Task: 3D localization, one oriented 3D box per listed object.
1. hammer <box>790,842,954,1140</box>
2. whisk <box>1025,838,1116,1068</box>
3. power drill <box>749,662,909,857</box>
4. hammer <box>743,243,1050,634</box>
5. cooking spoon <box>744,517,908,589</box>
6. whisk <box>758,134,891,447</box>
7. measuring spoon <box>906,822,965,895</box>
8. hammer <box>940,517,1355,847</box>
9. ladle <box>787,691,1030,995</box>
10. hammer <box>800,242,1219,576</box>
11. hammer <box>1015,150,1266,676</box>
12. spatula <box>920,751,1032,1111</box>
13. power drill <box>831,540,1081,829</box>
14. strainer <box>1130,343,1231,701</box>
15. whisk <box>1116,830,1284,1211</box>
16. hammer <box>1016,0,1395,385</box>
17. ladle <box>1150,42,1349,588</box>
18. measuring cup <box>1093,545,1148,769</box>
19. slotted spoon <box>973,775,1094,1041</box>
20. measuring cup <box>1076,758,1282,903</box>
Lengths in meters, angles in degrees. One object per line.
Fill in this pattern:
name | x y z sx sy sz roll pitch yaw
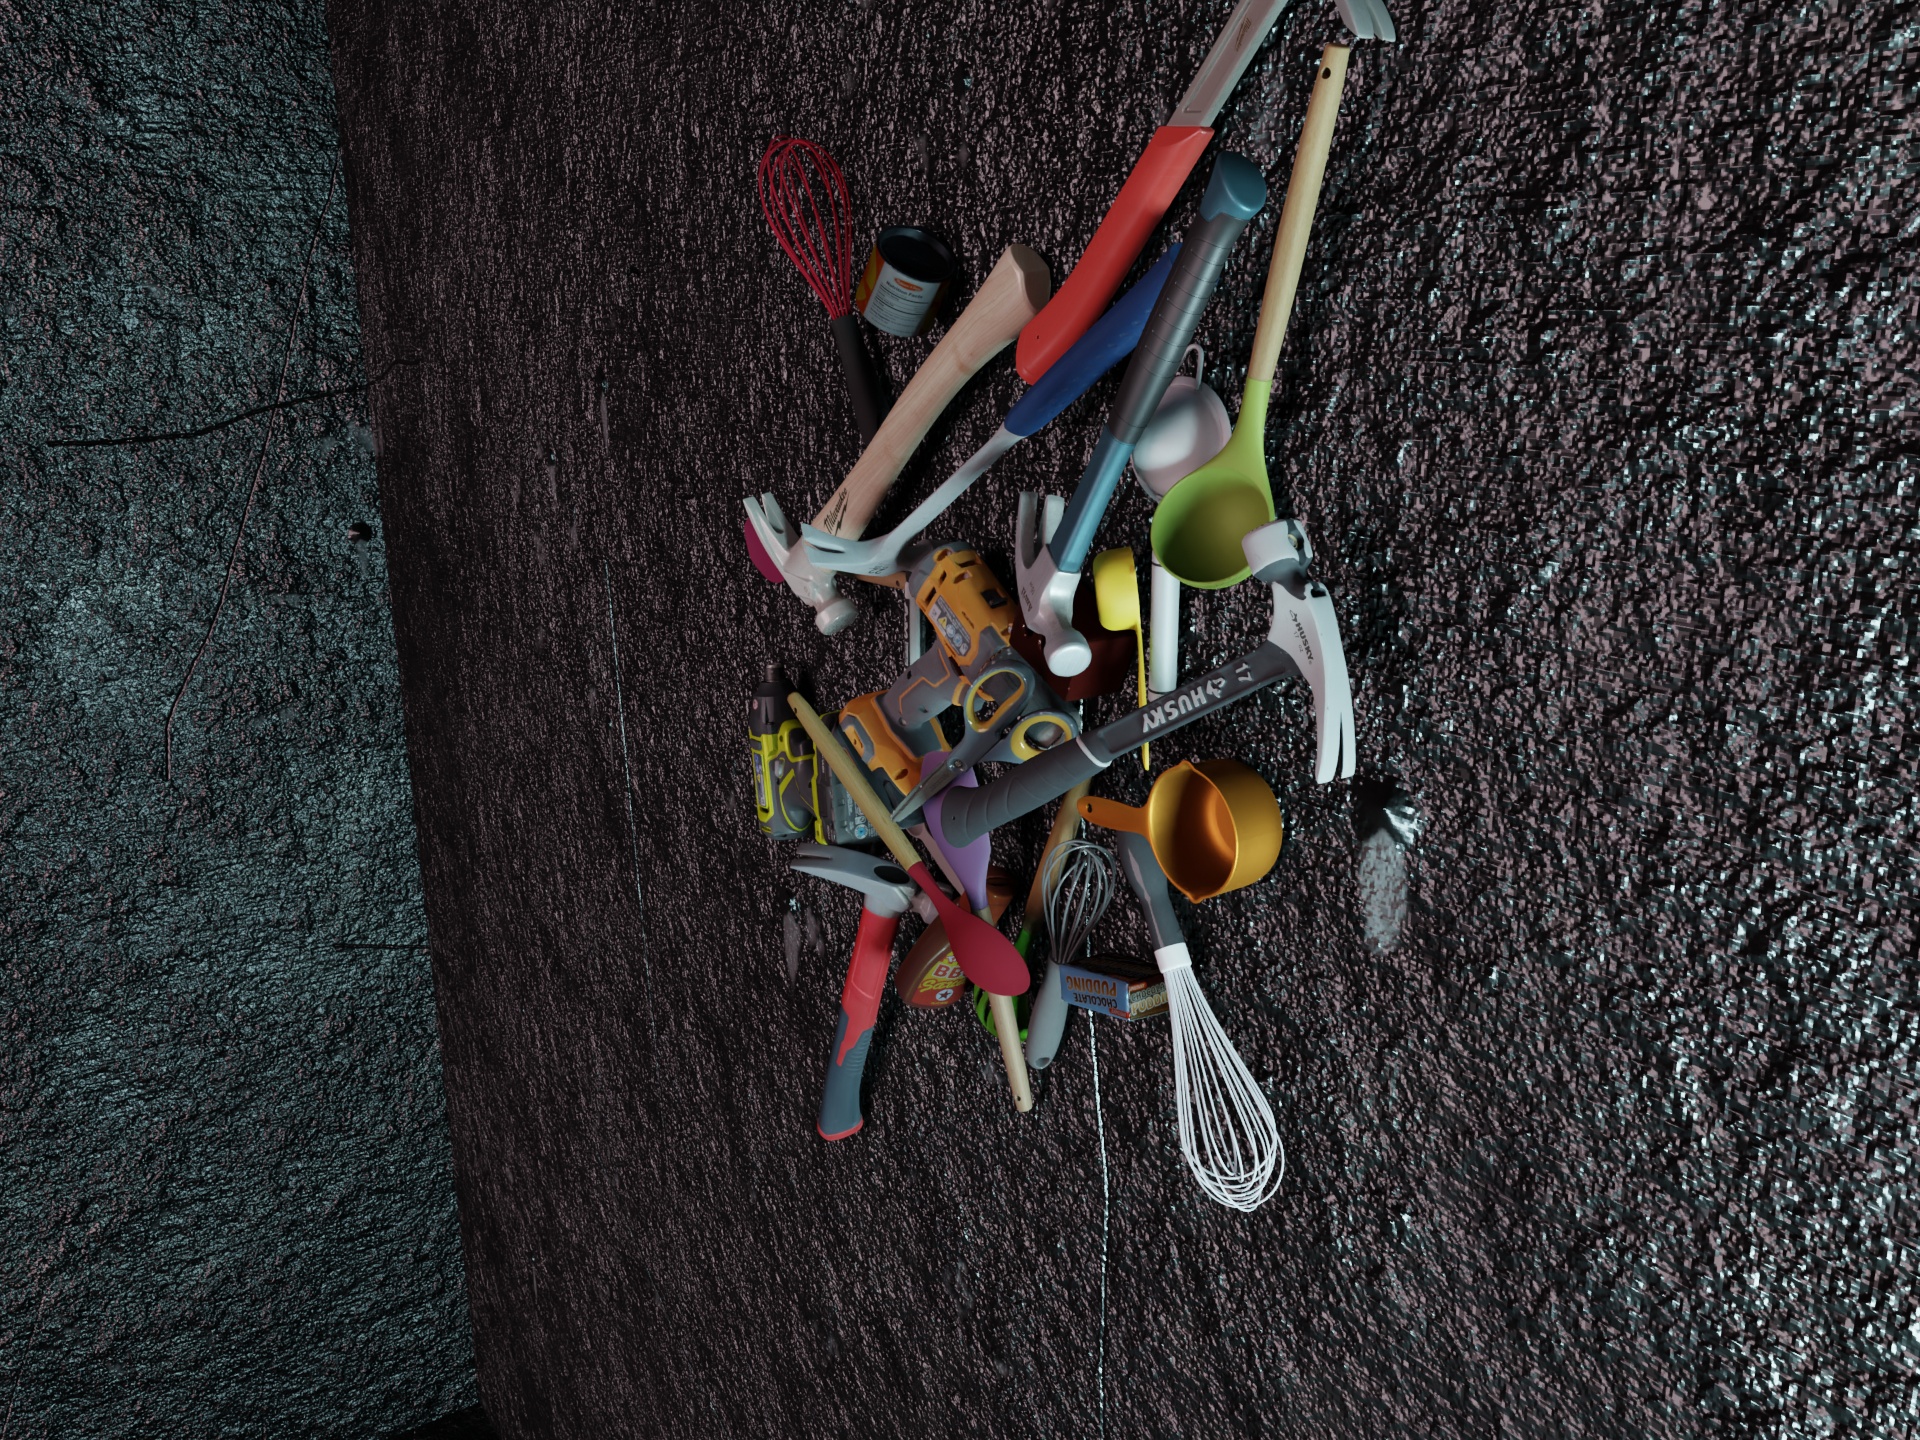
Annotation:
hammer | -0.111 0.269 1.498 0.038 0.143 0.386 -68 -5 -49
whisk | 0.076 0.185 1.230 0.055 0.055 0.238 46 139 42
power drill | -0.135 0.039 1.495 0.223 0.080 0.171 13 110 59
hammer | -0.055 -0.235 1.282 0.146 0.038 0.410 56 138 11
cooking spoon | -0.127 -0.148 1.479 0.319 0.017 0.068 20 125 54
whisk | -0.104 -0.358 1.348 0.073 0.073 0.296 -20 87 58
measuring spoon | -0.011 0.116 1.382 0.124 0.018 0.034 52 140 27
hammer | 0.102 0.018 1.046 0.409 0.036 0.149 -32 72 53
ladle | -0.050 0.096 1.277 0.316 0.031 0.069 52 143 20
hammer | 0.031 -0.203 1.132 0.405 0.144 0.035 -36 62 48
hammer | 0.107 -0.190 0.991 0.128 0.033 0.330 -109 33 -44
spatula | 0.018 0.172 1.271 0.060 0.018 0.315 -1 109 37
power drill | -0.002 -0.004 1.269 0.185 0.084 0.226 54 136 22
strainer | 0.136 -0.116 1.054 0.087 0.050 0.258 21 120 45
whisk | 0.157 0.196 1.102 0.070 0.070 0.285 -41 59 54
hammer | 0.129 -0.336 1.002 0.149 0.036 0.359 64 145 23
ladle | 0.173 -0.222 0.922 0.078 0.062 0.320 29 129 28
measuring cup | 0.109 -0.042 1.076 0.062 0.029 0.157 70 -164 -74
slotted spoon | 0.061 0.143 1.260 0.070 0.031 0.313 44 133 34
measuring cup | 0.147 0.065 1.077 0.174 0.052 0.095 9 107 59
